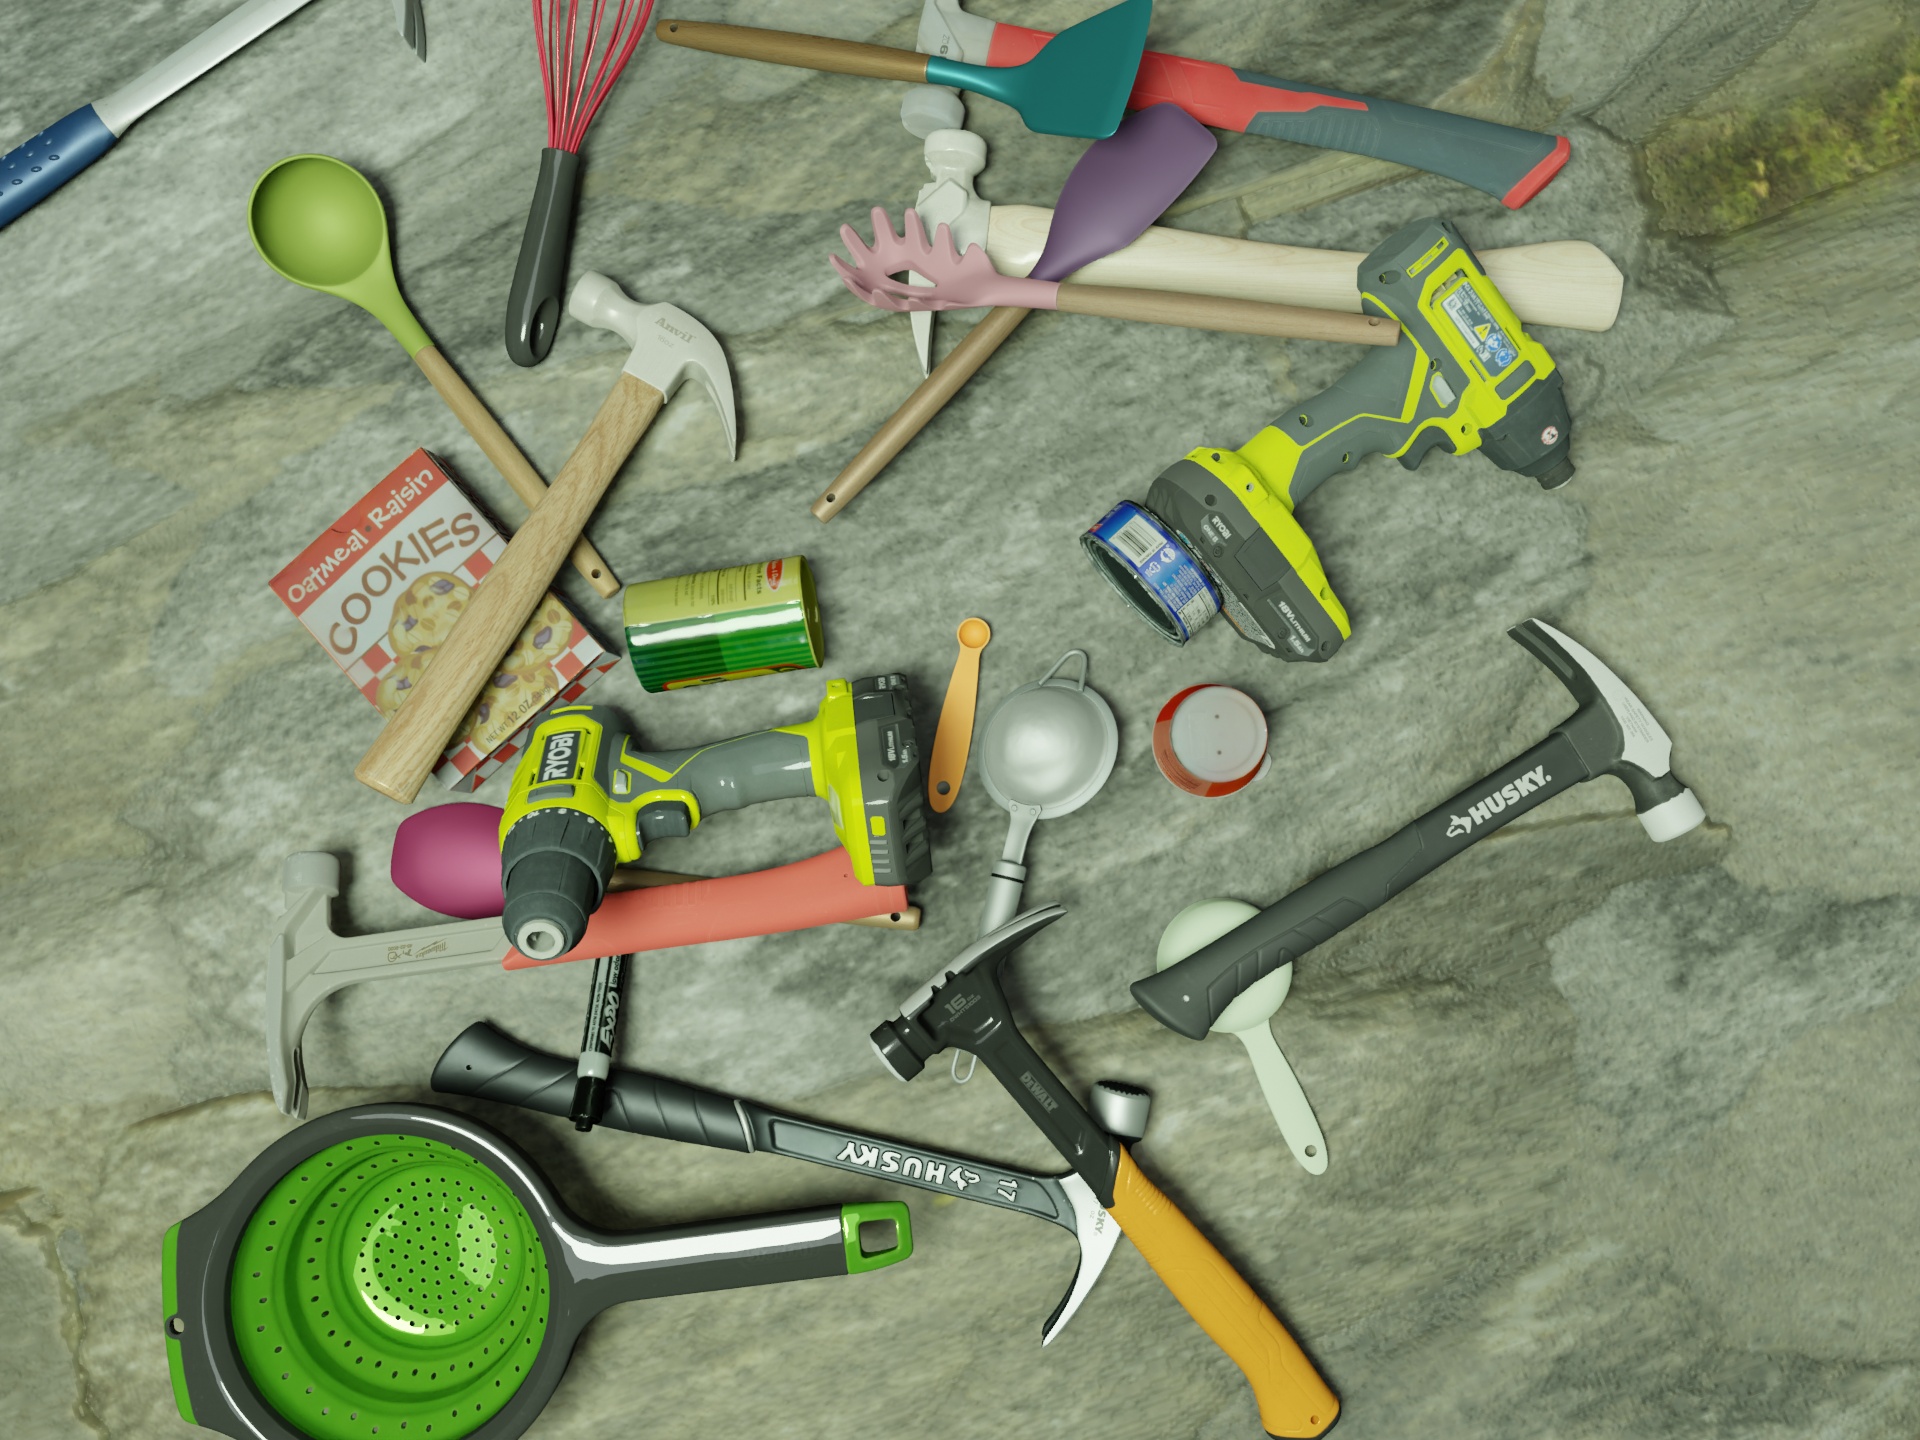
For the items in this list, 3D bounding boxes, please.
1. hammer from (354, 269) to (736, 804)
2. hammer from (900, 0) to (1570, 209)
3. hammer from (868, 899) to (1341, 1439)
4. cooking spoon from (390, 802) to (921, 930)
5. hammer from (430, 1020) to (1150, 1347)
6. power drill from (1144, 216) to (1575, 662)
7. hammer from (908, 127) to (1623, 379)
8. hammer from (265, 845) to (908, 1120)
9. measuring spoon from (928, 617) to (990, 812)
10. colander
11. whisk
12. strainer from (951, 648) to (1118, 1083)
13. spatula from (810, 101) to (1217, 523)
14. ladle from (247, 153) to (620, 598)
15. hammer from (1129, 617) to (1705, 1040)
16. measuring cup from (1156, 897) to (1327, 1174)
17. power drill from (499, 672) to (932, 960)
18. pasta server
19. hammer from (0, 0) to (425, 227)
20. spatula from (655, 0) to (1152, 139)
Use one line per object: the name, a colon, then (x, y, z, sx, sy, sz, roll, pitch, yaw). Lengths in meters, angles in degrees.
hammer: (-0.238, -0.100, 0.911, 0.130, 0.031, 0.331, 28, 74, 0)
hammer: (0.167, -0.383, 0.944, 0.386, 0.038, 0.143, 13, 85, 4)
hammer: (0.102, 0.258, 0.867, 0.127, 0.034, 0.337, -39, 97, -4)
cooking spoon: (-0.181, 0.096, 0.934, 0.319, 0.017, 0.069, 7, 85, 4)
hammer: (-0.105, 0.242, 0.912, 0.409, 0.036, 0.149, 12, 87, 4)
power drill: (0.230, -0.143, 0.890, 0.223, 0.080, 0.171, -42, 106, -1)
hammer: (0.175, -0.255, 0.935, 0.410, 0.038, 0.146, 6, 87, 3)
hammer: (-0.208, 0.126, 0.894, 0.359, 0.036, 0.149, -8, 68, 0)
measuring spoon: (-0.001, -0.003, 0.939, 0.021, 0.011, 0.117, 11, 90, 4)
colander: (-0.224, 0.299, 0.886, 0.397, 0.094, 0.204, -7, 87, -2)
whisk: (-0.235, -0.358, 0.954, 0.073, 0.073, 0.296, 11, 91, 4)
strainer: (0.030, 0.078, 0.901, 0.087, 0.050, 0.258, 10, 82, 27)
spatula: (0.024, -0.233, 0.914, 0.060, 0.018, 0.316, 42, 90, 11)
ladle: (-0.308, -0.201, 0.947, 0.078, 0.062, 0.320, -38, 87, 0)
hammer: (0.241, 0.073, 0.883, 0.335, 0.035, 0.146, -30, 84, -9)
measuring cup: (0.169, 0.180, 0.899, 0.083, 0.038, 0.168, -25, 83, 1)
power drill: (-0.134, 0.050, 0.859, 0.228, 0.191, 0.080, -8, 120, -2)
pasta server: (0.079, -0.233, 0.867, 0.316, 0.040, 0.060, 12, 67, 19)
hammer: (-0.516, -0.372, 0.980, 0.405, 0.035, 0.144, -34, 84, 0)
spatula: (-0.043, -0.387, 0.918, 0.317, 0.044, 0.082, 15, 88, 19)
